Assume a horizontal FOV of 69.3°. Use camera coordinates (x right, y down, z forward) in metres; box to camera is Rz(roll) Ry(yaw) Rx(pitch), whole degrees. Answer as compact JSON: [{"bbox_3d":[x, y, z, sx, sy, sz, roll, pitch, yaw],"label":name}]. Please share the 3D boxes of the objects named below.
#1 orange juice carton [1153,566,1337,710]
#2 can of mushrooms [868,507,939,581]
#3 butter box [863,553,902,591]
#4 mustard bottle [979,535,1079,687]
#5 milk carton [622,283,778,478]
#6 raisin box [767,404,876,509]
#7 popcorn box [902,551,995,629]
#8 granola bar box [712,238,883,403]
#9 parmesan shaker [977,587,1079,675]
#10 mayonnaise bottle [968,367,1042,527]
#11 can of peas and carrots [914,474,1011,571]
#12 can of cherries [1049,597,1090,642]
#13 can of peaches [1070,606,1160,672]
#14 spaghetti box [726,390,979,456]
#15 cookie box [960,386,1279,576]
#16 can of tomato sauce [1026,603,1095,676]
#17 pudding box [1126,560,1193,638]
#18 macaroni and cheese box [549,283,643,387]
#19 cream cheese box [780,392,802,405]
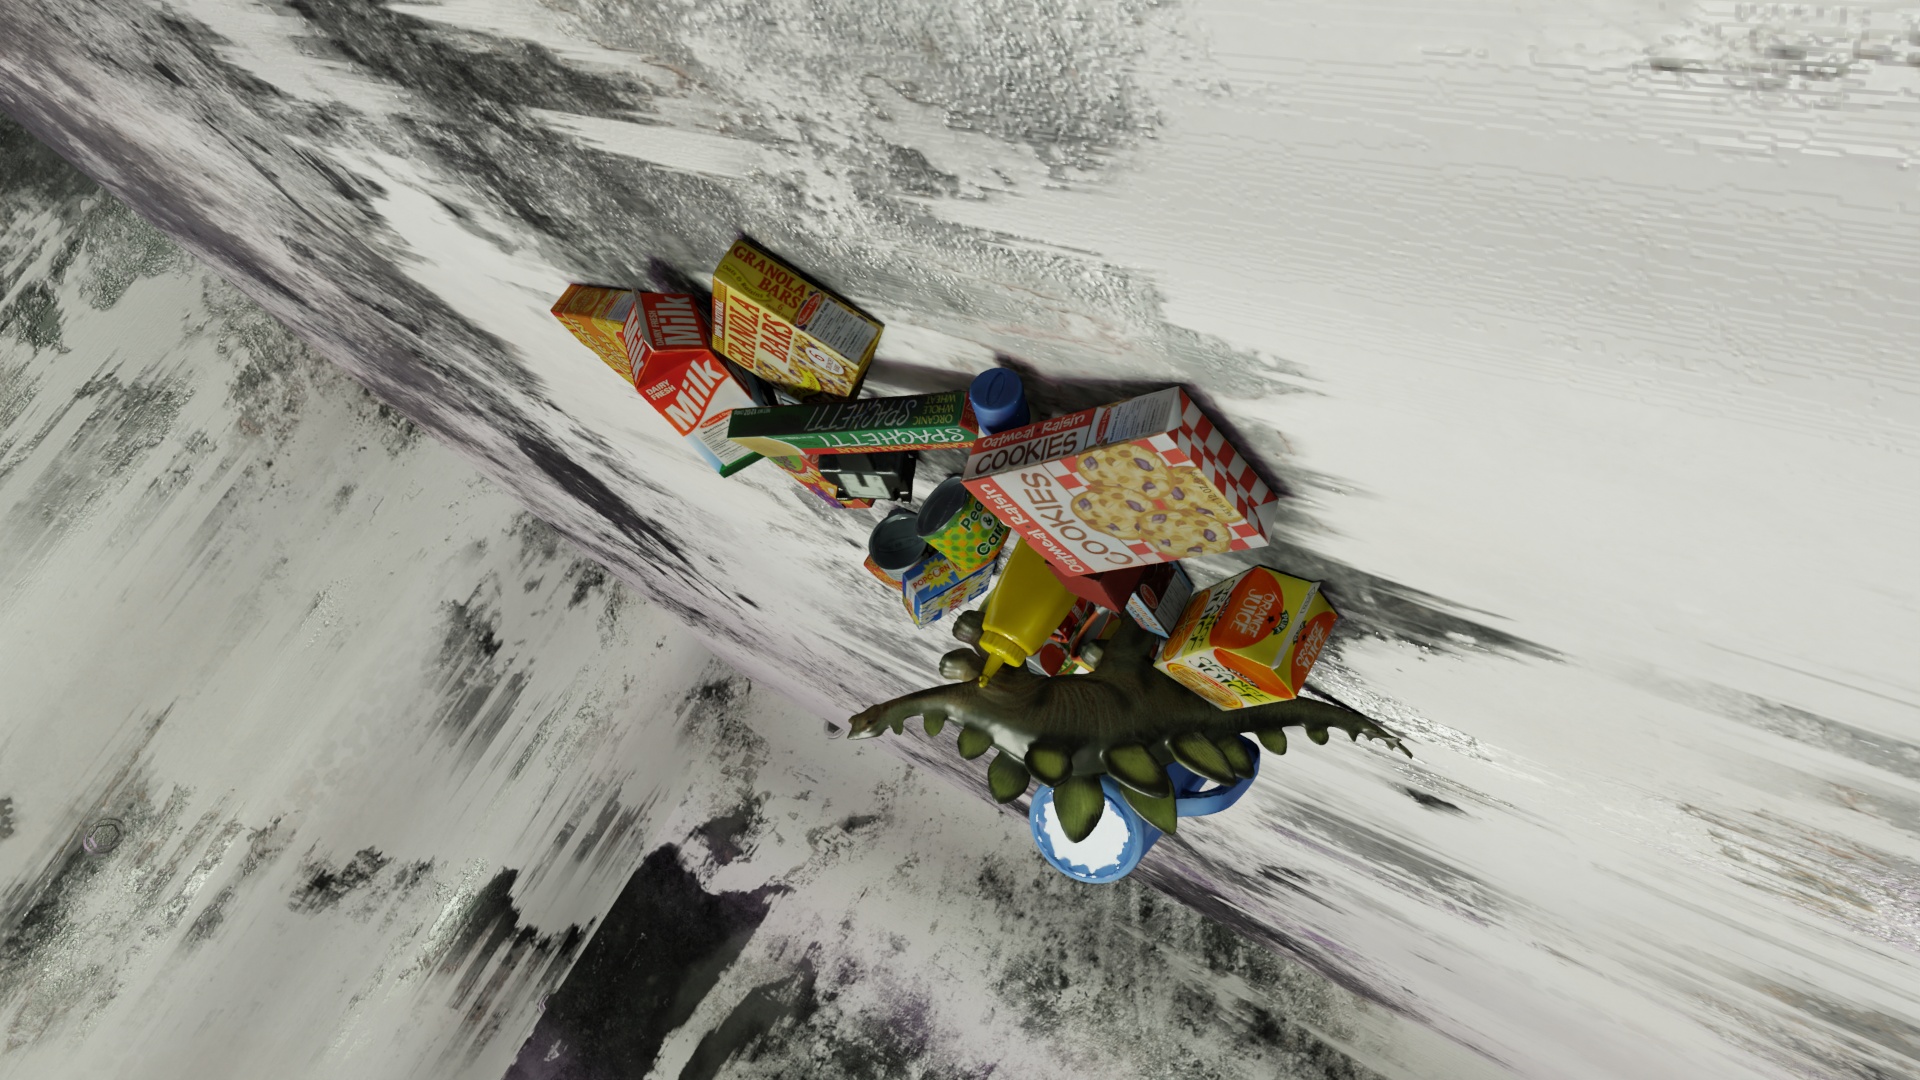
[{"bbox_3d":[0.220,0.076,1.057,0.073,0.072,0.192,32,166,-2],"label":"orange juice carton"},{"bbox_3d":[-0.057,0.004,1.407,0.071,0.071,0.033,23,164,31],"label":"can of mushrooms"},{"bbox_3d":[-0.062,0.044,1.624,0.103,0.024,0.053,18,161,43],"label":"butter box"},{"bbox_3d":[0.055,0.051,1.136,0.065,0.160,0.048,25,165,28],"label":"mustard bottle"},{"bbox_3d":[-0.227,-0.141,1.198,0.190,0.073,0.072,52,-167,-55],"label":"milk carton"},{"bbox_3d":[-0.142,-0.079,1.348,0.123,0.040,0.086,37,164,-24],"label":"raisin box"},{"bbox_3d":[-0.013,0.042,1.384,0.038,0.085,0.126,57,170,12],"label":"popcorn box"},{"bbox_3d":[-0.129,-0.156,1.067,0.124,0.039,0.165,32,166,-3],"label":"granola bar box"},{"bbox_3d":[0.071,0.099,1.439,0.103,0.071,0.071,38,164,-24],"label":"parmesan shaker"},{"bbox_3d":[0.038,-0.066,0.985,0.041,0.065,0.147,12,155,19],"label":"mayonnaise bottle"},{"bbox_3d":[0.004,-0.015,1.211,0.058,0.071,0.071,38,164,-26],"label":"can of peas and carrots"},{"bbox_3d":[0.087,0.054,1.286,0.071,0.058,0.071,30,166,9],"label":"can of cherries"},{"bbox_3d":[0.144,0.103,1.306,0.058,0.071,0.071,35,165,-10],"label":"can of peaches"},{"bbox_3d":[-0.079,-0.089,1.076,0.250,0.029,0.050,1,165,39],"label":"spaghetti box"},{"bbox_3d":[0.101,-0.032,0.905,0.167,0.040,0.122,-11,139,42],"label":"cookie box"},{"bbox_3d":[0.083,0.086,1.349,0.071,0.083,0.071,30,166,9],"label":"can of tomato sauce"},{"bbox_3d":[0.153,0.036,1.108,0.030,0.050,0.083,18,161,37],"label":"pudding box"},{"bbox_3d":[-0.300,-0.185,1.317,0.166,0.040,0.123,16,158,46],"label":"macaroni and cheese box"},{"bbox_3d":[-0.117,-0.102,1.251,0.053,0.024,0.103,25,164,27],"label":"cream cheese box"}]
